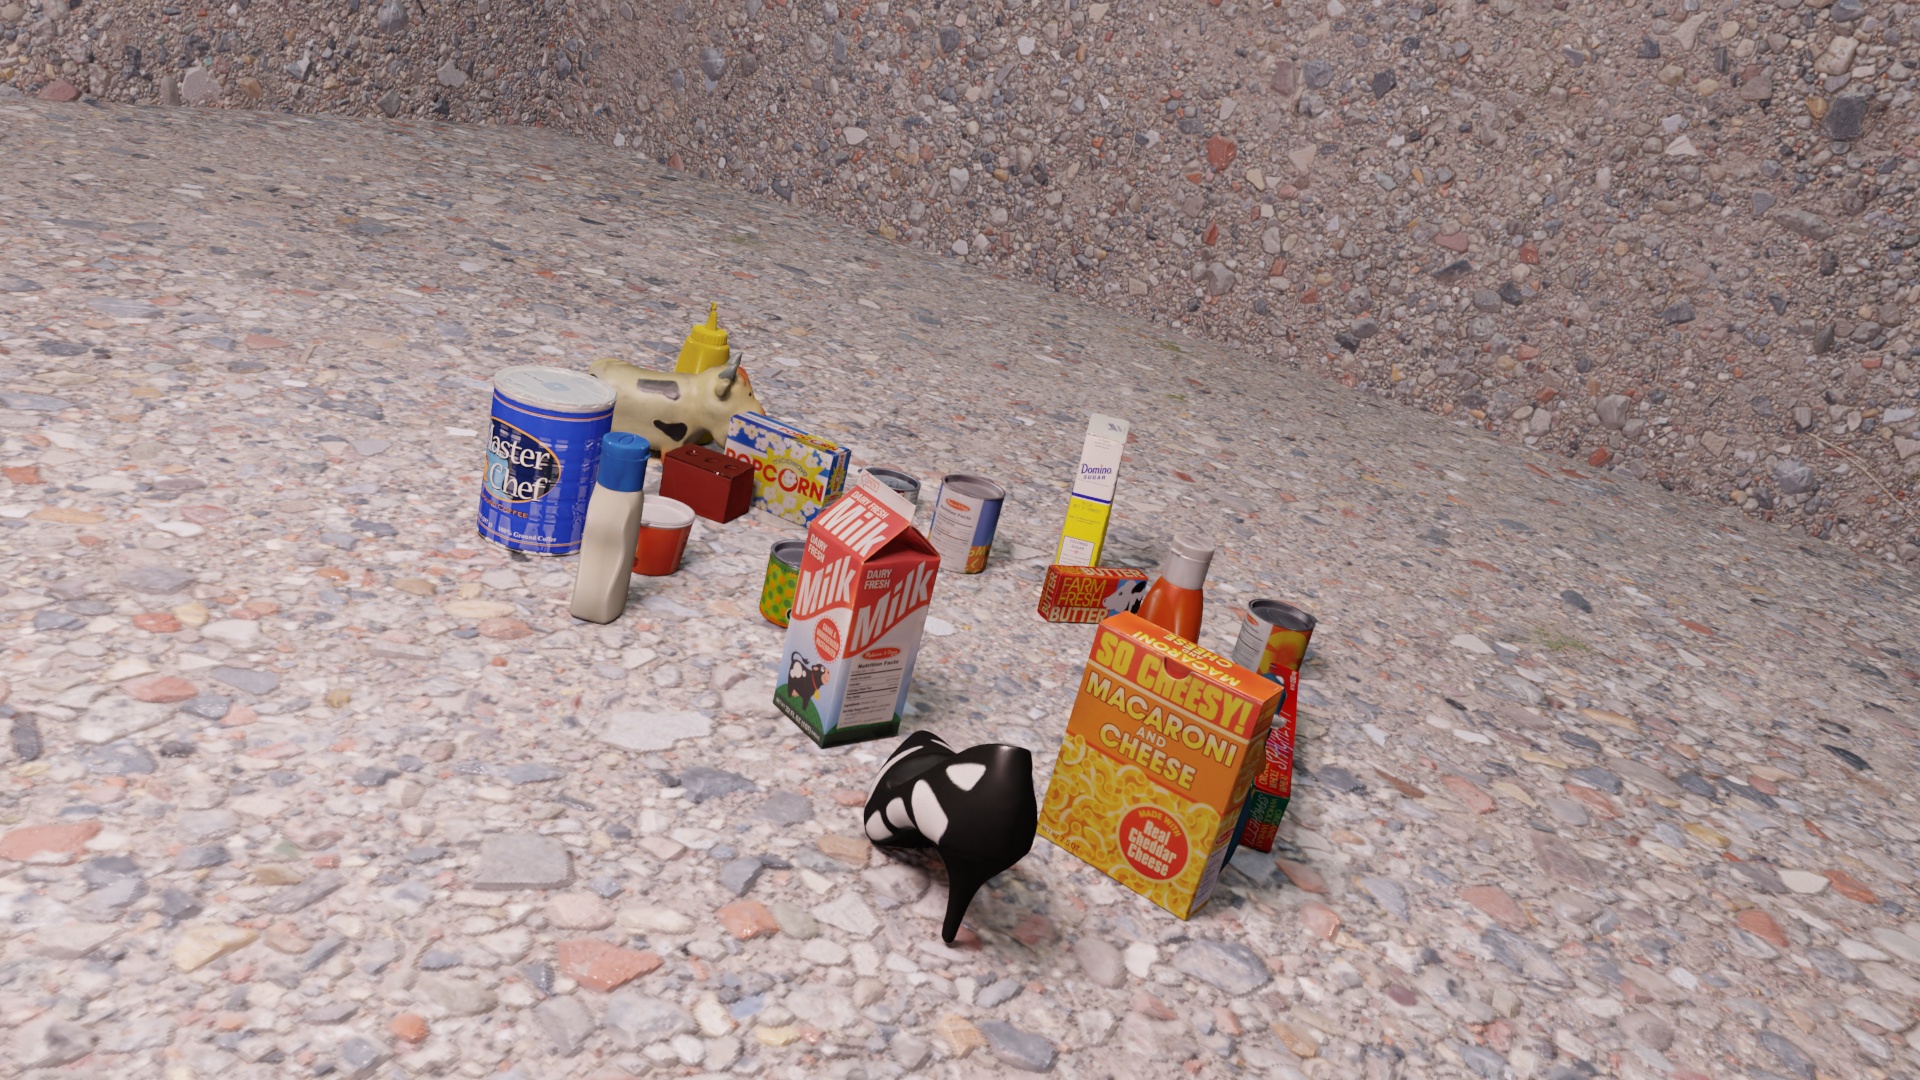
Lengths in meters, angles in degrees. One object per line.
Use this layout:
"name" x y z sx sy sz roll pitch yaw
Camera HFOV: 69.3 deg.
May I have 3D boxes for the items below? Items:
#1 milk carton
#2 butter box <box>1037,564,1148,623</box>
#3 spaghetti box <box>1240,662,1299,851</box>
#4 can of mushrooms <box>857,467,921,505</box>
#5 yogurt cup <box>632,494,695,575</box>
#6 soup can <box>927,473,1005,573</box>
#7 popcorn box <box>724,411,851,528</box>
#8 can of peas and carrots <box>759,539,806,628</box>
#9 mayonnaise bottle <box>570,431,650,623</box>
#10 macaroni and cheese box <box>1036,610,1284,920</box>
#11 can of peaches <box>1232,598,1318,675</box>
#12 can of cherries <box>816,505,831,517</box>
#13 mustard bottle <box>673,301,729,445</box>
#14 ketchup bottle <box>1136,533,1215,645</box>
"milk carton" -0.073 0.048 1.018 0.073 0.189 0.072 -3 26 -40
"butter box" 0.128 0.053 1.343 0.104 0.053 0.024 4 22 -26
"spaghetti box" 0.250 0.169 1.122 0.029 0.050 0.251 18 20 9
"can of mushrooms" -0.081 -0.054 1.511 0.071 0.033 0.071 13 20 -5
"yogurt cup" -0.271 -0.004 1.220 0.072 0.053 0.072 13 20 -5
"soup can" 0.005 -0.018 1.401 0.071 0.083 0.071 13 20 -5
"popcorn box" -0.181 -0.072 1.416 0.127 0.085 0.038 22 21 19
"can of peas and carrots" -0.134 0.039 1.192 0.071 0.058 0.071 13 20 -5
"mayonnaise bottle" -0.276 -0.012 1.100 0.041 0.147 0.065 14 20 -1
"macaroni and cheese box" 0.129 0.149 0.924 0.124 0.165 0.040 26 22 28
"can of peaches" 0.303 0.097 1.339 0.071 0.057 0.071 13 20 -5
"can of cherries" -0.104 0.007 1.299 0.071 0.058 0.072 13 20 -5
"mustard bottle" -0.286 -0.186 1.539 0.049 0.159 0.065 24 22 25
"ketchup bottle" 0.180 0.068 1.199 0.043 0.148 0.065 -1 24 -36
